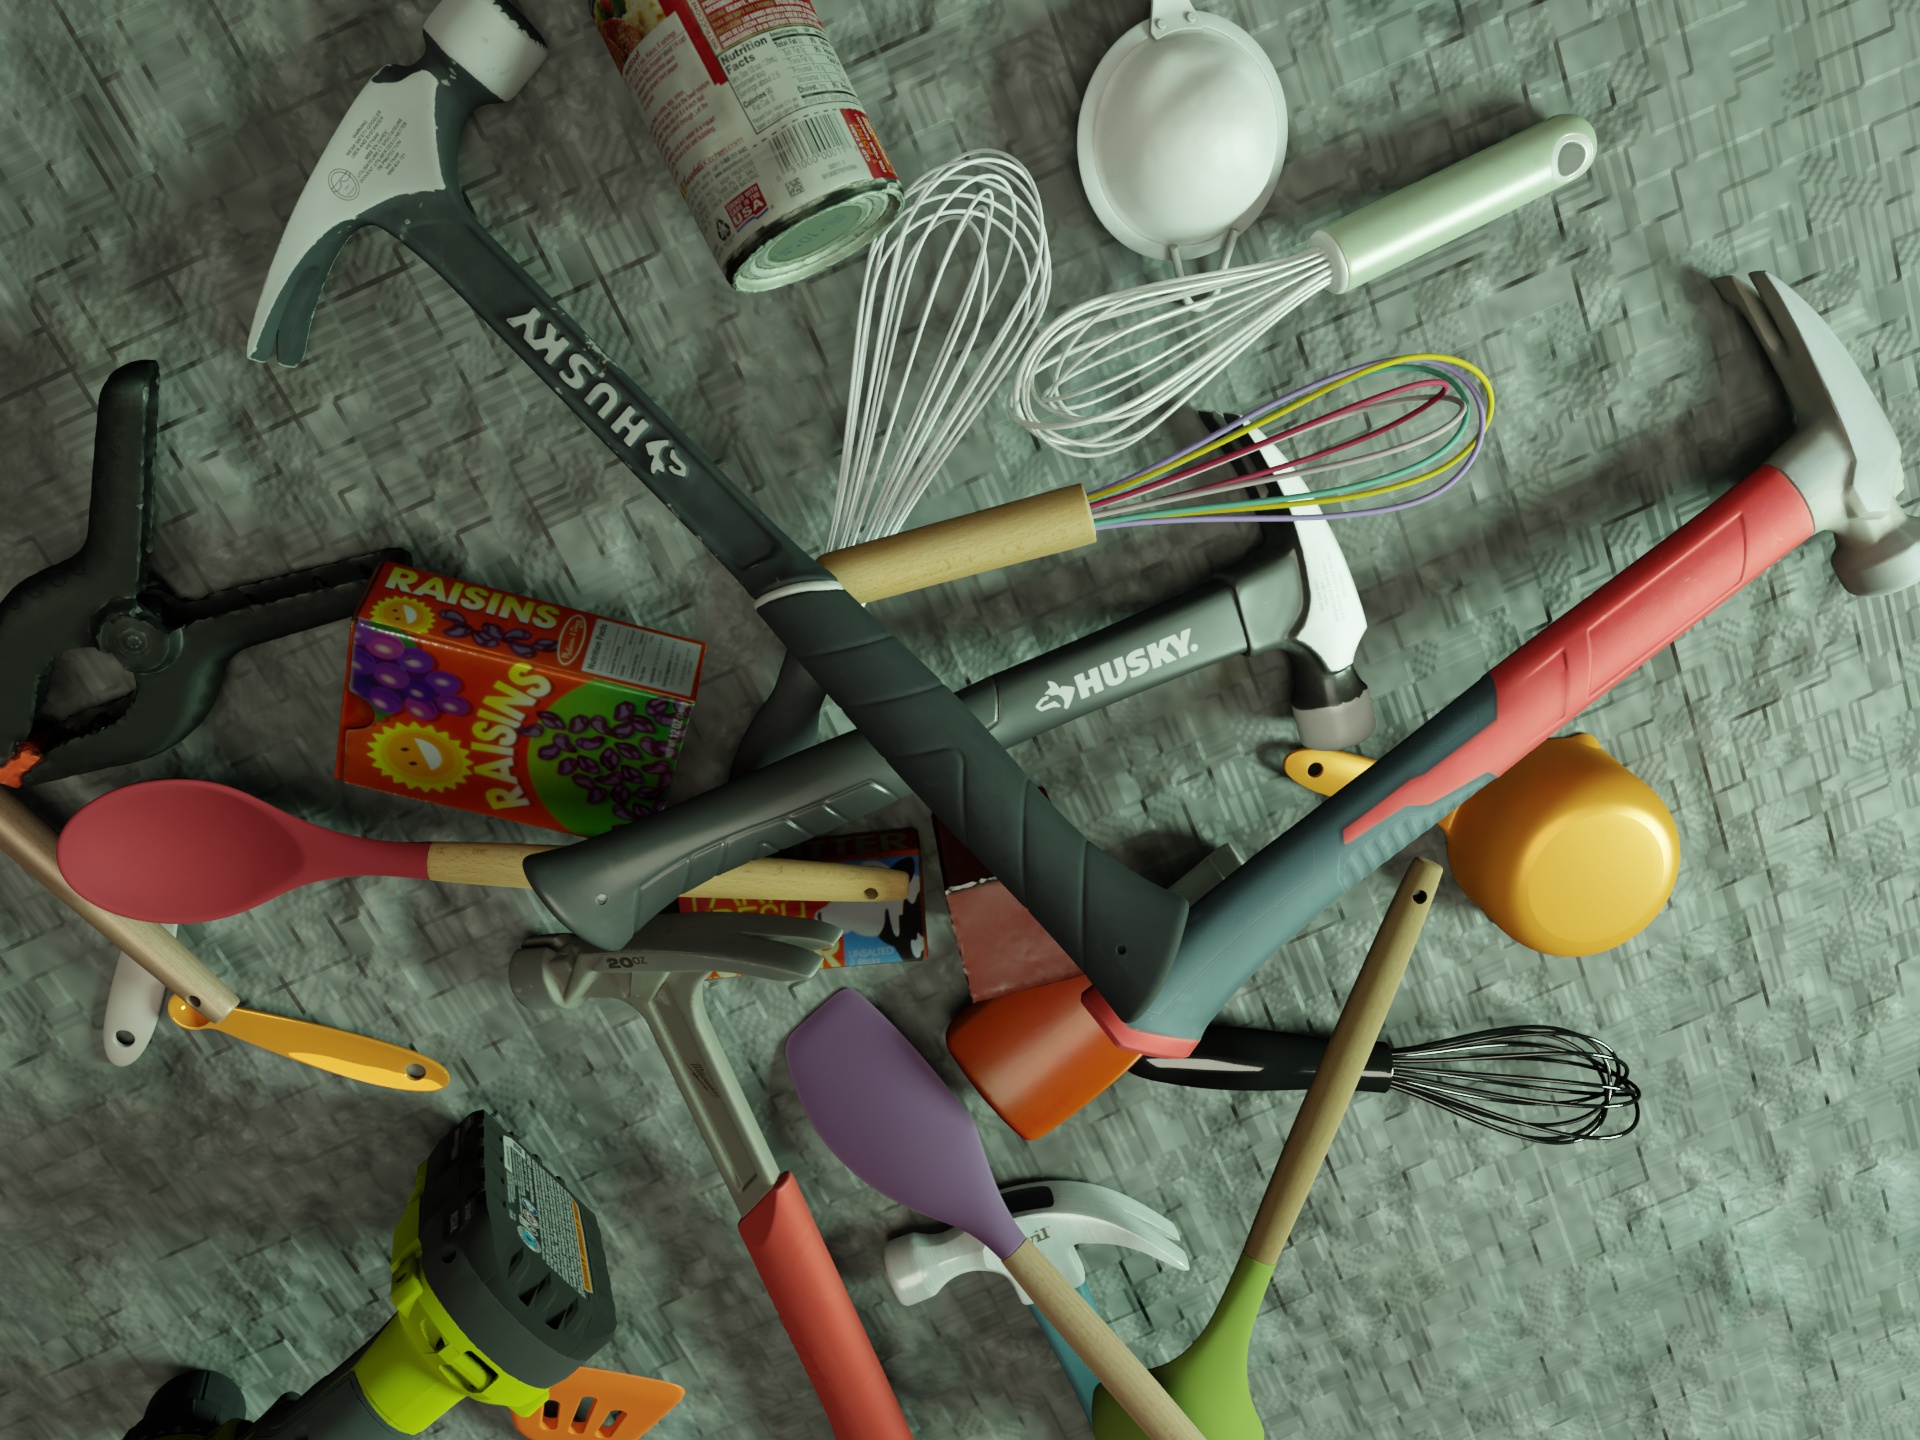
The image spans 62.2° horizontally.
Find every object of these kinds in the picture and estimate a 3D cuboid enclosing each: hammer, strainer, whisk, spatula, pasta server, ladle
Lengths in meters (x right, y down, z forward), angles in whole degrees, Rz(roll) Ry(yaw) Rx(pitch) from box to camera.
[{"bbox_3d":[-0.001,-0.002,0.601,0.335,0.035,0.146,-23,109,-12],"label":"hammer"},{"bbox_3d":[0.068,-0.271,0.548,0.087,0.050,0.258,-20,108,-16],"label":"strainer"},{"bbox_3d":[0.188,0.158,0.710,0.239,0.055,0.055,5,109,-3],"label":"whisk"},{"bbox_3d":[0.038,0.247,0.679,0.060,0.018,0.316,-44,84,9],"label":"spatula"},{"bbox_3d":[-0.396,0.008,0.587,0.060,0.040,0.316,-34,108,25],"label":"pasta server"},{"bbox_3d":[-0.177,0.055,0.611,0.315,0.031,0.069,3,125,-4],"label":"ladle"},{"bbox_3d":[0.126,-0.163,0.578,0.246,0.059,0.057,-27,126,-8],"label":"whisk"},{"bbox_3d":[-0.209,0.422,0.763,0.081,0.041,0.322,15,108,-12],"label":"spatula"},{"bbox_3d":[0.138,0.203,0.691,0.078,0.062,0.320,20,100,0],"label":"ladle"},{"bbox_3d":[-0.074,-0.054,0.544,0.149,0.036,0.409,-44,89,11],"label":"hammer"},{"bbox_3d":[-0.065,0.236,0.693,0.149,0.037,0.358,-6,117,27],"label":"hammer"},{"bbox_3d":[-0.036,-0.073,0.599,0.070,0.070,0.284,18,111,-12],"label":"whisk"},{"bbox_3d":[0.065,-0.083,0.559,0.245,0.047,0.051,-15,70,4],"label":"whisk"},{"bbox_3d":[0.199,-0.009,0.621,0.386,0.038,0.143,-37,103,-2],"label":"hammer"},{"bbox_3d":[0.084,0.359,0.778,0.128,0.033,0.330,-22,111,3],"label":"hammer"}]

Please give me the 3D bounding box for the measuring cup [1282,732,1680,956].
[{"bbox_3d":[0.220,0.046,0.669,0.173,0.052,0.095,15,107,-14],"label":"measuring cup"}]

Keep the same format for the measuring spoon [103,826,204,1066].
[{"bbox_3d":[-0.329,0.091,0.642,0.034,0.018,0.124,18,107,-12],"label":"measuring spoon"}]

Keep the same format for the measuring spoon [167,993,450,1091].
[{"bbox_3d":[-0.272,0.134,0.671,0.116,0.011,0.021,22,105,-17],"label":"measuring spoon"}]

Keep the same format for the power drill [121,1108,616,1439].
[{"bbox_3d":[-0.257,0.271,0.644,0.228,0.191,0.080,-41,109,-6],"label":"power drill"}]
